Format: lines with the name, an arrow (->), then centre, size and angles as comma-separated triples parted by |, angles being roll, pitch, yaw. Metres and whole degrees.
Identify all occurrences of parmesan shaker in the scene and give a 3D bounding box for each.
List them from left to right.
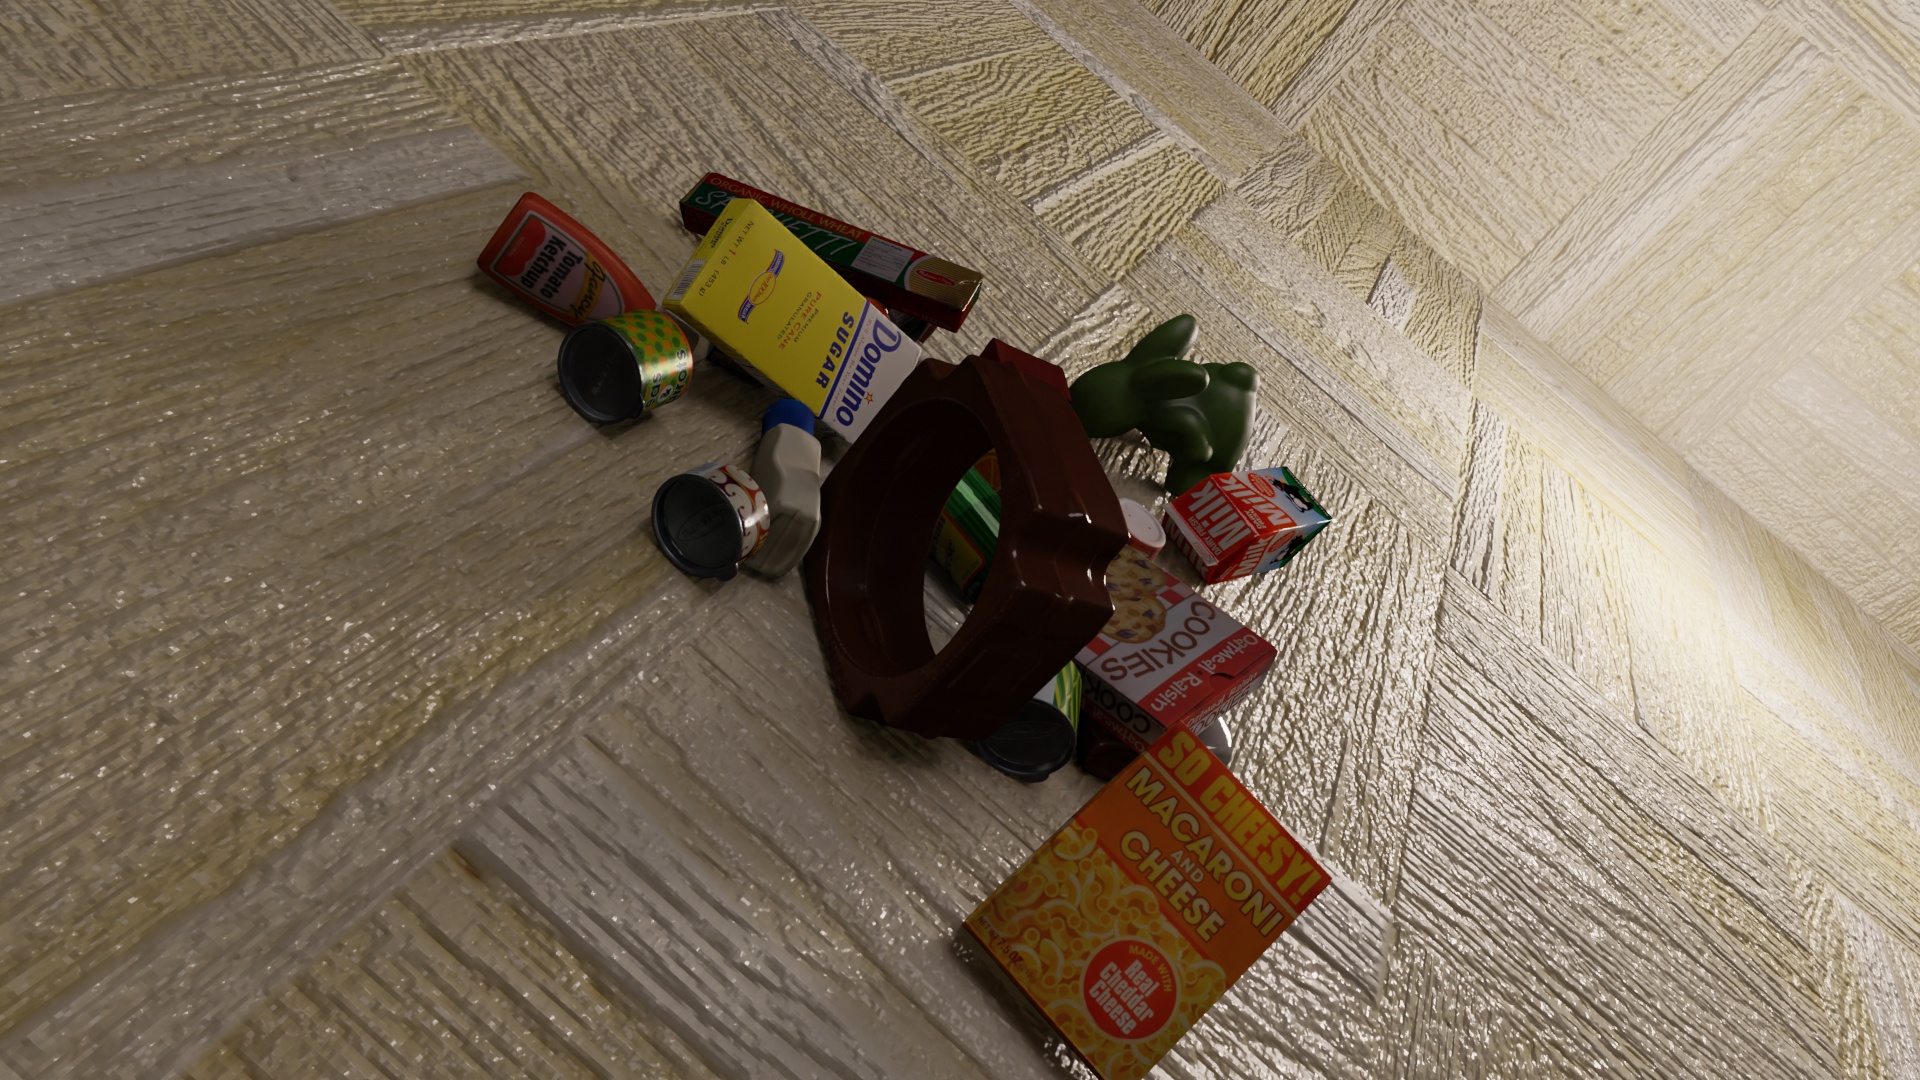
parmesan shaker -> 0.004, -0.013, 1.002 | 0.103, 0.071, 0.071 | 49, 33, 15

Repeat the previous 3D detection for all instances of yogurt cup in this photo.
yogurt cup -> 0.130, 0.002, 1.132 | 0.072, 0.053, 0.073 | 28, 33, -20

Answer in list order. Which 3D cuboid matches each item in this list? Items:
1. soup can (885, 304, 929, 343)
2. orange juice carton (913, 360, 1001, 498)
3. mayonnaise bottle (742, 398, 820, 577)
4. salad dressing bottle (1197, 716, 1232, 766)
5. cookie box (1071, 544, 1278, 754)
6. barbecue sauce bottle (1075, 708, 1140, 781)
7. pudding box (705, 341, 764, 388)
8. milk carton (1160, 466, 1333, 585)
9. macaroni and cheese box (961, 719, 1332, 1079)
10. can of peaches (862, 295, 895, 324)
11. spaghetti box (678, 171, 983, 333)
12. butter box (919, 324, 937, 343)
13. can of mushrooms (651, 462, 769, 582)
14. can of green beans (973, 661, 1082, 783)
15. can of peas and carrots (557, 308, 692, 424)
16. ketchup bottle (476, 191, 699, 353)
soup can -> -0.073, -0.206, 1.165 | 0.071, 0.071, 0.084 | -7, 54, -50
orange juice carton -> 0.019, -0.075, 1.095 | 0.072, 0.072, 0.193 | -1, 49, -47
mayonnaise bottle -> -0.117, -0.042, 0.925 | 0.041, 0.064, 0.149 | 25, 31, -20
salad dressing bottle -> 0.151, 0.108, 1.031 | 0.064, 0.043, 0.148 | 4, 44, -29
cookie box -> 0.115, 0.067, 0.965 | 0.123, 0.040, 0.168 | -28, 52, -36
barbecue sauce bottle -> 0.106, 0.103, 0.990 | 0.065, 0.043, 0.149 | 14, 38, -17
pudding box -> -0.160, -0.157, 1.052 | 0.049, 0.030, 0.084 | 27, 34, -21
milk carton -> 0.252, -0.014, 1.259 | 0.191, 0.073, 0.072 | -7, 55, -50
macaroni and cheese box -> 0.103, 0.201, 0.773 | 0.167, 0.040, 0.124 | -40, 79, -15
can of peaches -> -0.077, -0.149, 1.091 | 0.071, 0.071, 0.058 | 12, 42, -38
spaghetti box -> -0.105, -0.235, 1.121 | 0.250, 0.028, 0.050 | 22, 53, 8
butter box -> -0.037, -0.220, 1.265 | 0.053, 0.024, 0.104 | 35, 32, -8
can of mushrooms -> -0.151, -0.011, 0.846 | 0.071, 0.070, 0.033 | 43, 31, 6
can of green beans -> 0.044, 0.109, 0.896 | 0.071, 0.071, 0.058 | 33, 31, -11
can of peas and carrots -> -0.215, -0.113, 0.904 | 0.071, 0.070, 0.059 | 44, 31, 6
ketchup bottle -> -0.249, -0.170, 0.950 | 0.148, 0.064, 0.044 | 35, 12, -24
